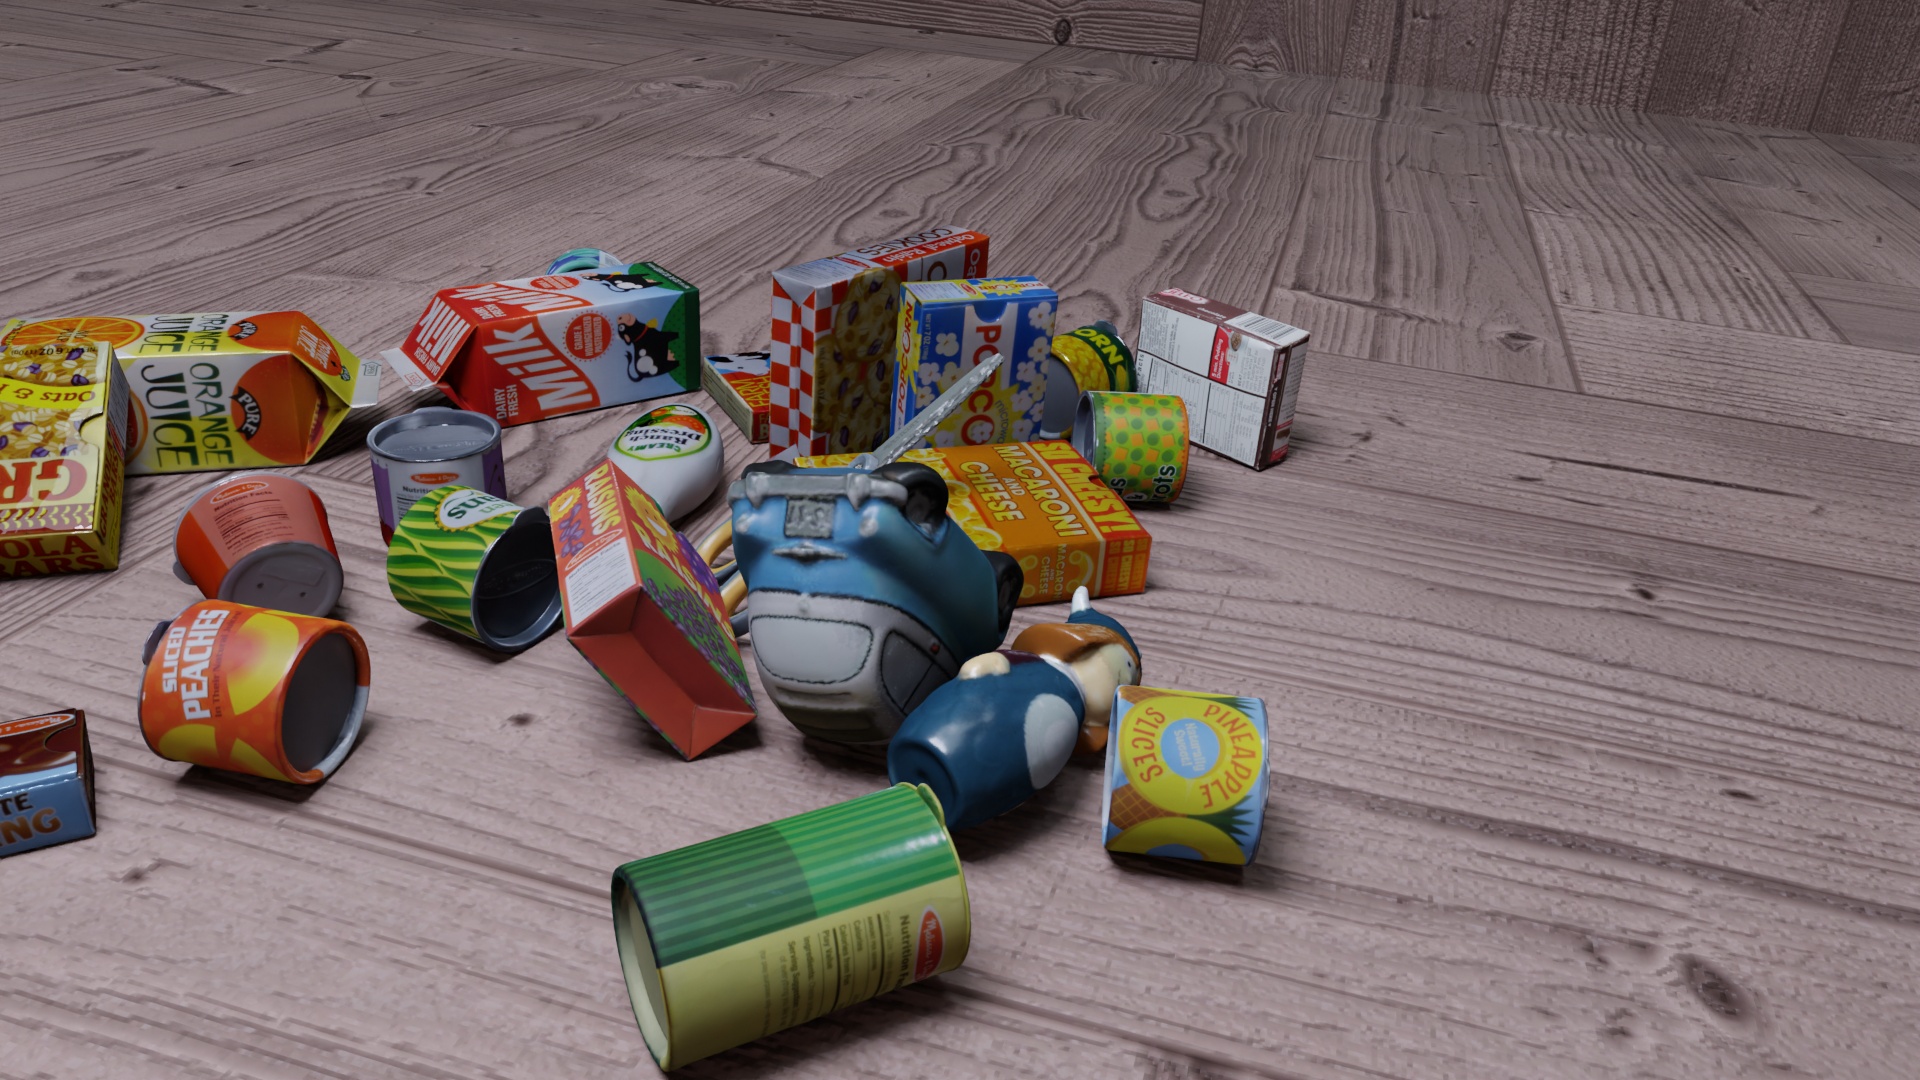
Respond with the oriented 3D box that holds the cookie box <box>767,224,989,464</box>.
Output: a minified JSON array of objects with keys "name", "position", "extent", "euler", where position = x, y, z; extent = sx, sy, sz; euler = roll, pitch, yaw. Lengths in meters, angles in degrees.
[{"name":"cookie box","position":[-0.050,-0.123,0.876],"extent":[0.040,0.122,0.168],"euler":[23,33,31]}]

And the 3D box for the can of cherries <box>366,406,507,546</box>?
[{"name":"can of cherries","position":[-0.276,-0.032,0.739],"extent":[0.071,0.058,0.072],"euler":[3,28,-1]}]

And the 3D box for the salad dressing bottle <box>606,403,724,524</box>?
[{"name":"salad dressing bottle","position":[-0.171,-0.029,0.763],"extent":[0.064,0.043,0.148],"euler":[4,28,2]}]

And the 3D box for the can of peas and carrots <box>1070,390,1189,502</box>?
[{"name":"can of peas and carrots","position":[0.101,-0.054,0.832],"extent":[0.059,0.070,0.071],"euler":[2,28,-7]}]

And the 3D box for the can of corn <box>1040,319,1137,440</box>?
[{"name":"can of corn","position":[0.074,-0.107,0.920],"extent":[0.071,0.070,0.058],"euler":[26,35,35]}]

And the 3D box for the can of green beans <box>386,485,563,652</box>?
[{"name":"can of green beans","position":[-0.224,0.012,0.653],"extent":[0.058,0.071,0.071],"euler":[18,30,25]}]

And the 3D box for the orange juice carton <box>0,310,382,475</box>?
[{"name":"orange juice carton","position":[-0.439,-0.087,0.803],"extent":[0.193,0.072,0.072],"euler":[-5,29,-19]}]

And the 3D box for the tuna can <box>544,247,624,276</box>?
[{"name":"tuna can","position":[-0.271,-0.174,1.004],"extent":[0.071,0.070,0.033],"euler":[-3,29,-13]}]

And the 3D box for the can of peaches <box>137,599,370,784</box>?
[{"name":"can of peaches","position":[-0.279,0.059,0.552],"extent":[0.058,0.071,0.071],"euler":[9,28,7]}]

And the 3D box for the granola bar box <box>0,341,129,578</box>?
[{"name":"granola bar box","position":[-0.509,-0.038,0.682],"extent":[0.166,0.038,0.125],"euler":[-6,56,-19]}]

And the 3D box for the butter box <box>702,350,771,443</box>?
[{"name":"butter box","position":[-0.130,-0.097,0.920],"extent":[0.053,0.024,0.104],"euler":[-10,31,-25]}]

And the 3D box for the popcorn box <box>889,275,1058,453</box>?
[{"name":"popcorn box","position":[0.005,-0.090,0.817],"extent":[0.085,0.126,0.038],"euler":[-7,34,-20]}]

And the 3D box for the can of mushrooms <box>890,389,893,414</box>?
[{"name":"can of mushrooms","position":[-0.009,-0.091,0.882],"extent":[0.033,0.070,0.071],"euler":[25,34,33]}]

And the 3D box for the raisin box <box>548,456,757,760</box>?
[{"name":"raisin box","position":[-0.138,0.026,0.614],"extent":[0.040,0.086,0.124],"euler":[-35,33,1]}]

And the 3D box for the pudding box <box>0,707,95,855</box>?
[{"name":"pudding box","position":[-0.369,0.095,0.513],"extent":[0.084,0.030,0.050],"euler":[-12,31,-28]}]

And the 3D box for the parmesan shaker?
[{"name":"parmesan shaker","position":[-0.057,0.123,0.461],"extent":[0.103,0.071,0.071],"euler":[-11,31,-27]}]

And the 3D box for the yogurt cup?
[{"name":"yogurt cup","position":[-0.324,0.009,0.649],"extent":[0.072,0.072,0.054],"euler":[-16,42,-34]}]

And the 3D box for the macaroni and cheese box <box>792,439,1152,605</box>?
[{"name":"macaroni and cheese box","position":[0.003,-0.009,0.756],"extent":[0.167,0.040,0.124],"euler":[-6,30,-18]}]

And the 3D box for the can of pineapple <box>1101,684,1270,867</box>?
[{"name":"can of pineapple","position":[0.087,0.091,0.546],"extent":[0.058,0.070,0.071],"euler":[5,27,4]}]

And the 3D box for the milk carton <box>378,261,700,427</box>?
[{"name":"milk carton","position":[-0.270,-0.127,0.903],"extent":[0.191,0.073,0.072],"euler":[-16,34,-33]}]
